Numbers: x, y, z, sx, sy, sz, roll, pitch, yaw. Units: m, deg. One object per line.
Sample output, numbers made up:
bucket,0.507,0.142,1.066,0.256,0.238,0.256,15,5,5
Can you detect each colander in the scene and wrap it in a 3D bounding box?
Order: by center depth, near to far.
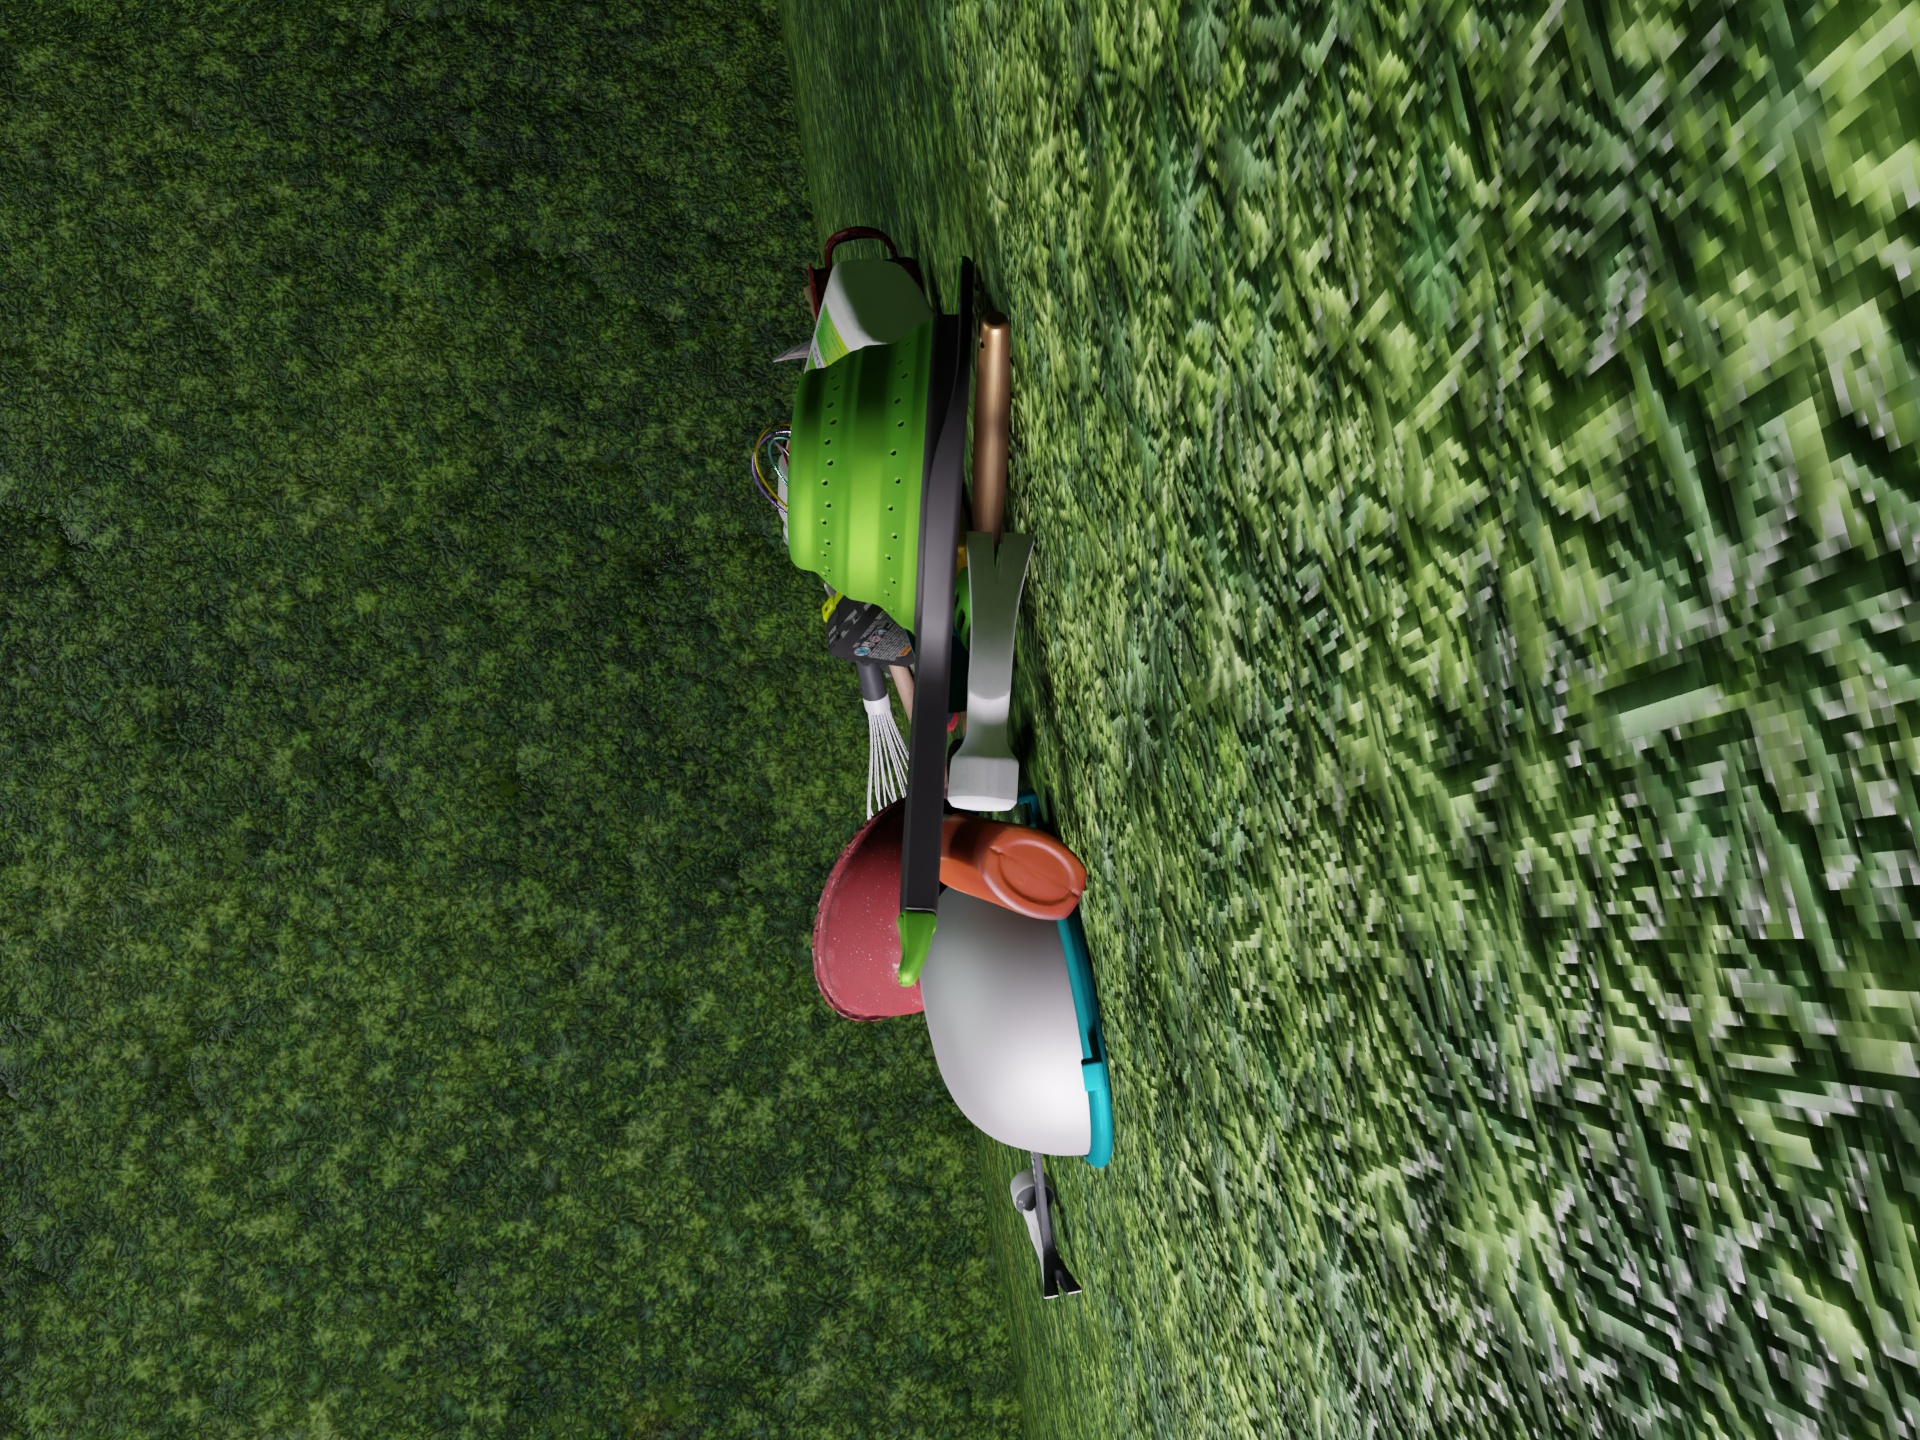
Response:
colander,-0.050,-0.058,0.863,0.204,0.094,0.397,99,174,-74

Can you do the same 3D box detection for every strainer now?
strainer,0.026,0.210,1.025,0.340,0.095,0.211,89,171,-55

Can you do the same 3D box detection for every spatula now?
spatula,-0.002,-0.004,1.198,0.317,0.044,0.082,80,168,-73

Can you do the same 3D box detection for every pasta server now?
pasta server,-0.030,0.041,1.509,0.315,0.040,0.060,70,-160,-49

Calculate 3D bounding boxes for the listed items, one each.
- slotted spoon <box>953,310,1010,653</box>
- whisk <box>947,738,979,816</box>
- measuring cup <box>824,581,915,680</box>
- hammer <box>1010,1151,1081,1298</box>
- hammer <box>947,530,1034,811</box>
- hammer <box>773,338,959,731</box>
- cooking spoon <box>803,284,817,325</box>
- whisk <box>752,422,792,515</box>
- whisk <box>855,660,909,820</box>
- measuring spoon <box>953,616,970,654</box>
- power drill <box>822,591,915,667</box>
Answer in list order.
slotted spoon,0.014,-0.119,0.904,0.313,0.031,0.070,91,156,-61
whisk,0.010,0.104,1.397,0.239,0.055,0.055,-97,1,-45
measuring cup,-0.061,-0.087,1.408,0.167,0.038,0.083,33,-103,-53
hammer,0.052,0.278,1.263,0.149,0.036,0.408,-110,11,-62
hammer,0.014,0.004,0.966,0.405,0.035,0.144,92,-178,-80
hammer,-0.074,-0.171,1.501,0.143,0.038,0.386,-20,-81,-49
cooking spoon,-0.069,-0.234,1.406,0.318,0.017,0.069,66,174,-25
whisk,-0.059,-0.120,1.153,0.244,0.051,0.047,48,-136,-23
whisk,-0.068,0.009,1.417,0.070,0.070,0.284,-105,3,-54
measuring spoon,0.016,-0.077,1.085,0.042,0.021,0.128,56,164,4
power drill,-0.063,-0.171,1.283,0.171,0.080,0.223,-45,46,46
